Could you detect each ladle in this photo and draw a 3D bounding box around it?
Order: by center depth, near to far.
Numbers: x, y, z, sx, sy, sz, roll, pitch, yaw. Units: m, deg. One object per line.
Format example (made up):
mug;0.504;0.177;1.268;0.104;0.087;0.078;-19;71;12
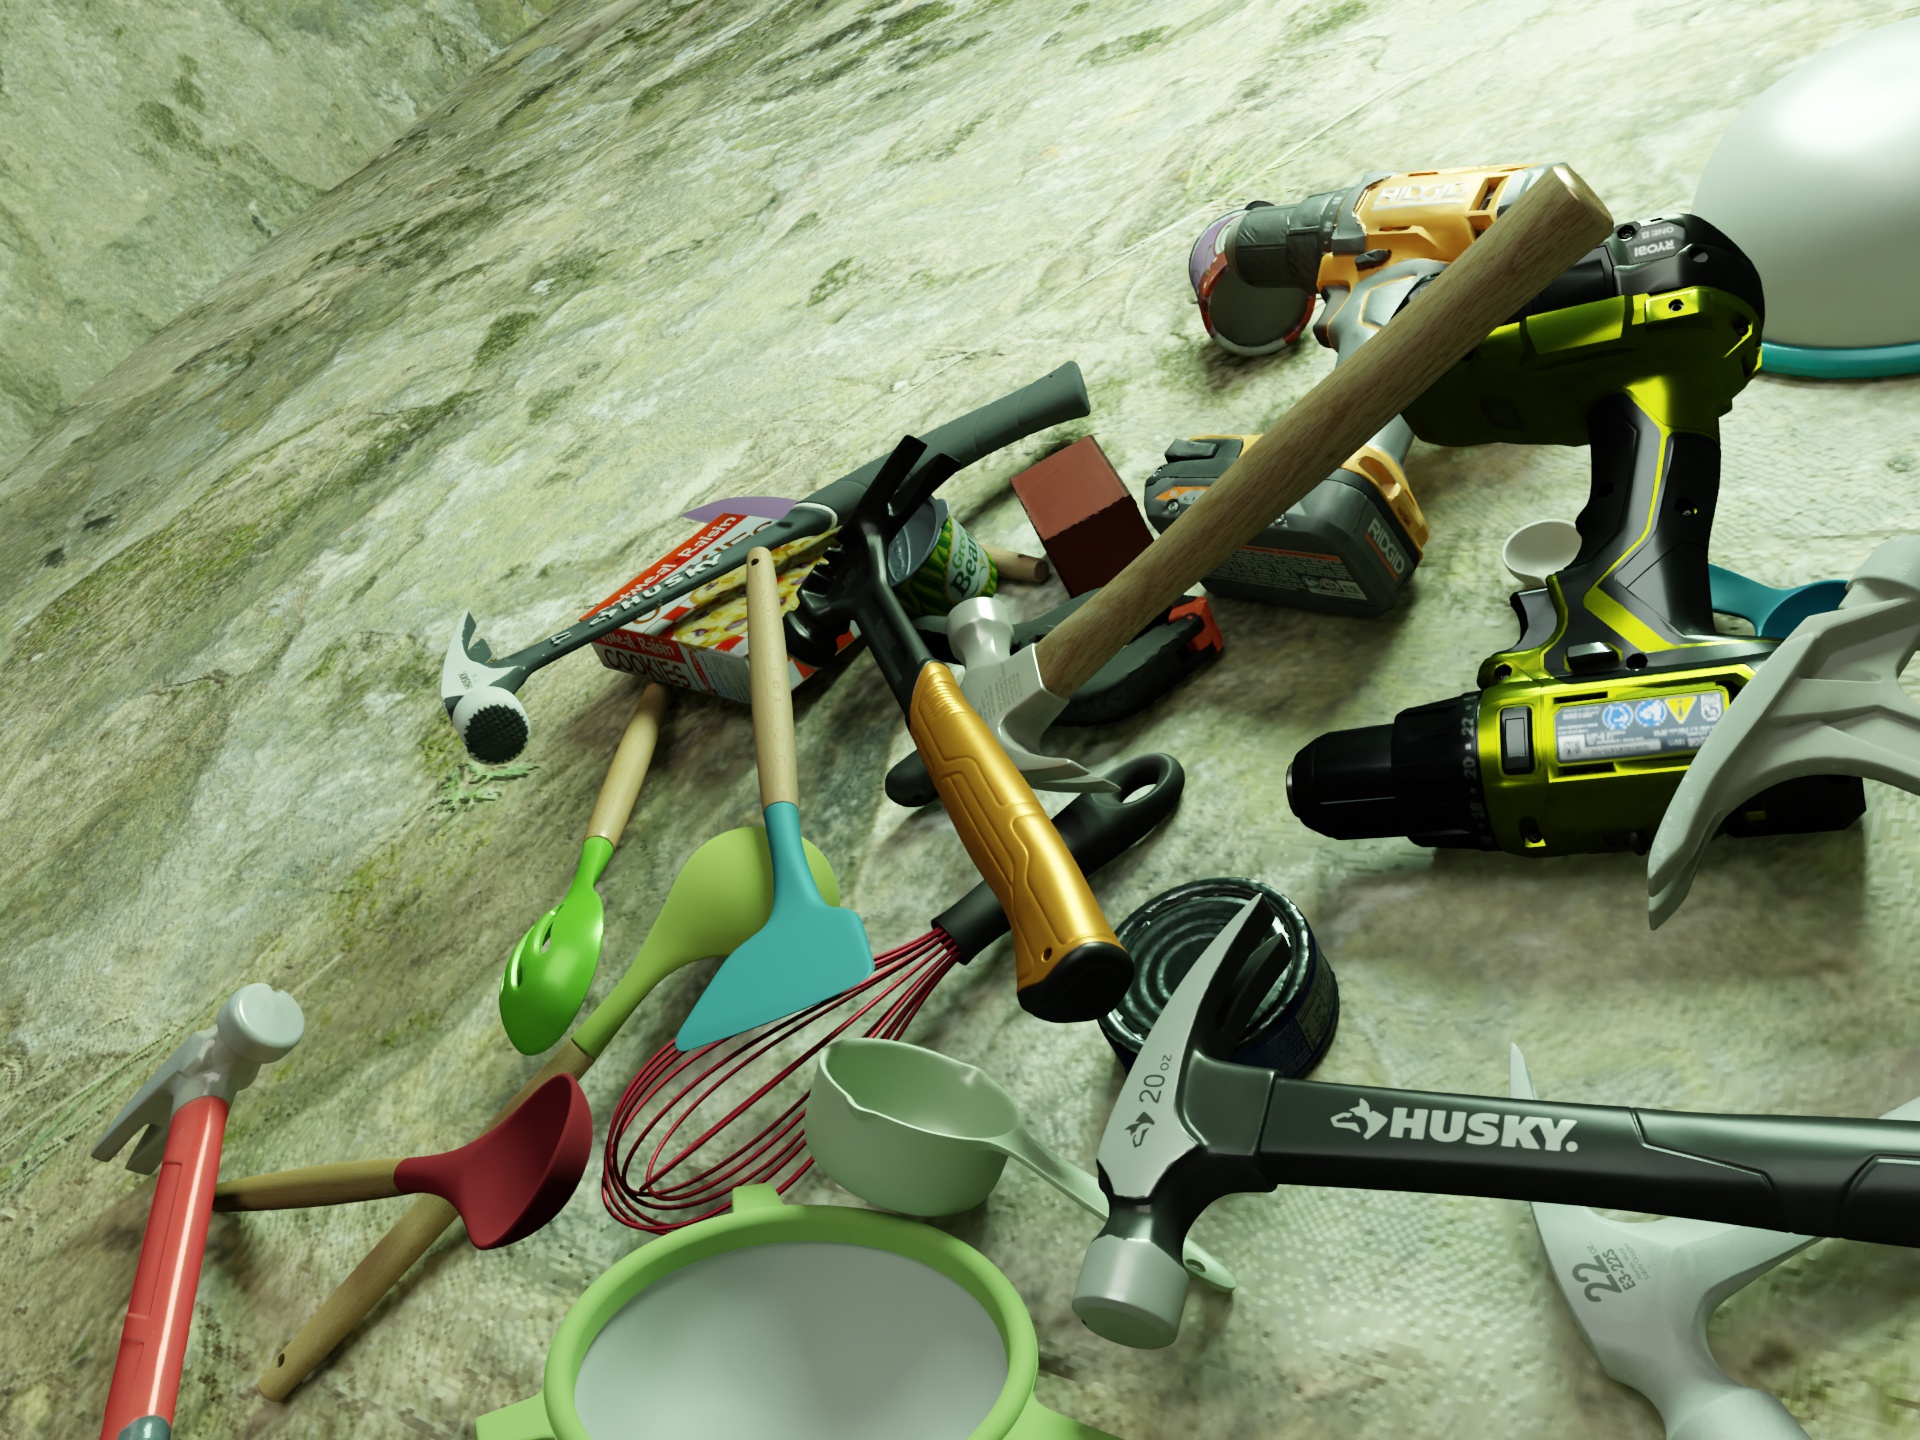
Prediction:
ladle;-0.249;0.195;0.674;0.315;0.031;0.069;-18;42;39
ladle;-0.176;0.170;0.697;0.320;0.062;0.078;-48;40;-11

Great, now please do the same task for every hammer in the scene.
hammer;0.359;0.065;0.371;0.149;0.036;0.359;-47;48;-15
hammer;0.197;0.114;0.425;0.335;0.035;0.146;-4;45;32
hammer;0.345;0.066;0.436;0.405;0.035;0.144;-29;36;3
hammer;0.112;-0.085;0.631;0.331;0.031;0.130;-42;41;31
hammer;-0.345;0.293;0.651;0.143;0.038;0.387;-42;36;20
hammer;-0.001;-0.002;0.670;0.127;0.034;0.337;-54;34;17
hammer;-0.101;-0.105;0.892;0.409;0.036;0.149;-29;30;-13

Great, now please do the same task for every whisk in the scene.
whisk;-0.020;0.101;0.645;0.296;0.073;0.073;-36;35;-17

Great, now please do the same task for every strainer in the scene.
strainer;-0.004;0.229;0.477;0.256;0.069;0.151;10;18;24
strainer;0.366;-0.229;0.723;0.340;0.095;0.211;-22;37;11

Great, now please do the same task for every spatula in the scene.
spatula;-0.085;0.015;0.709;0.082;0.044;0.318;-22;43;10
spatula;-0.062;-0.113;0.959;0.060;0.018;0.316;-27;29;-35

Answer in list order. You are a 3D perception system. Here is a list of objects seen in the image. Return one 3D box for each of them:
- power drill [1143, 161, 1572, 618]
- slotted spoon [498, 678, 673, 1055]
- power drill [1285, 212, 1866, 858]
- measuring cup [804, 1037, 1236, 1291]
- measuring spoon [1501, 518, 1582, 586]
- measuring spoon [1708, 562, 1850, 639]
power drill;0.172;-0.169;0.765;0.185;0.084;0.226;15;70;45
slotted spoon;-0.179;0.052;0.803;0.070;0.031;0.314;-43;20;21
power drill;0.217;-0.059;0.595;0.190;0.080;0.229;-7;66;29
measuring cup;0.016;0.164;0.551;0.168;0.083;0.038;25;101;29
measuring spoon;0.255;-0.037;0.648;0.034;0.018;0.124;-21;43;13
measuring spoon;0.302;-0.044;0.620;0.042;0.021;0.129;-46;27;0
